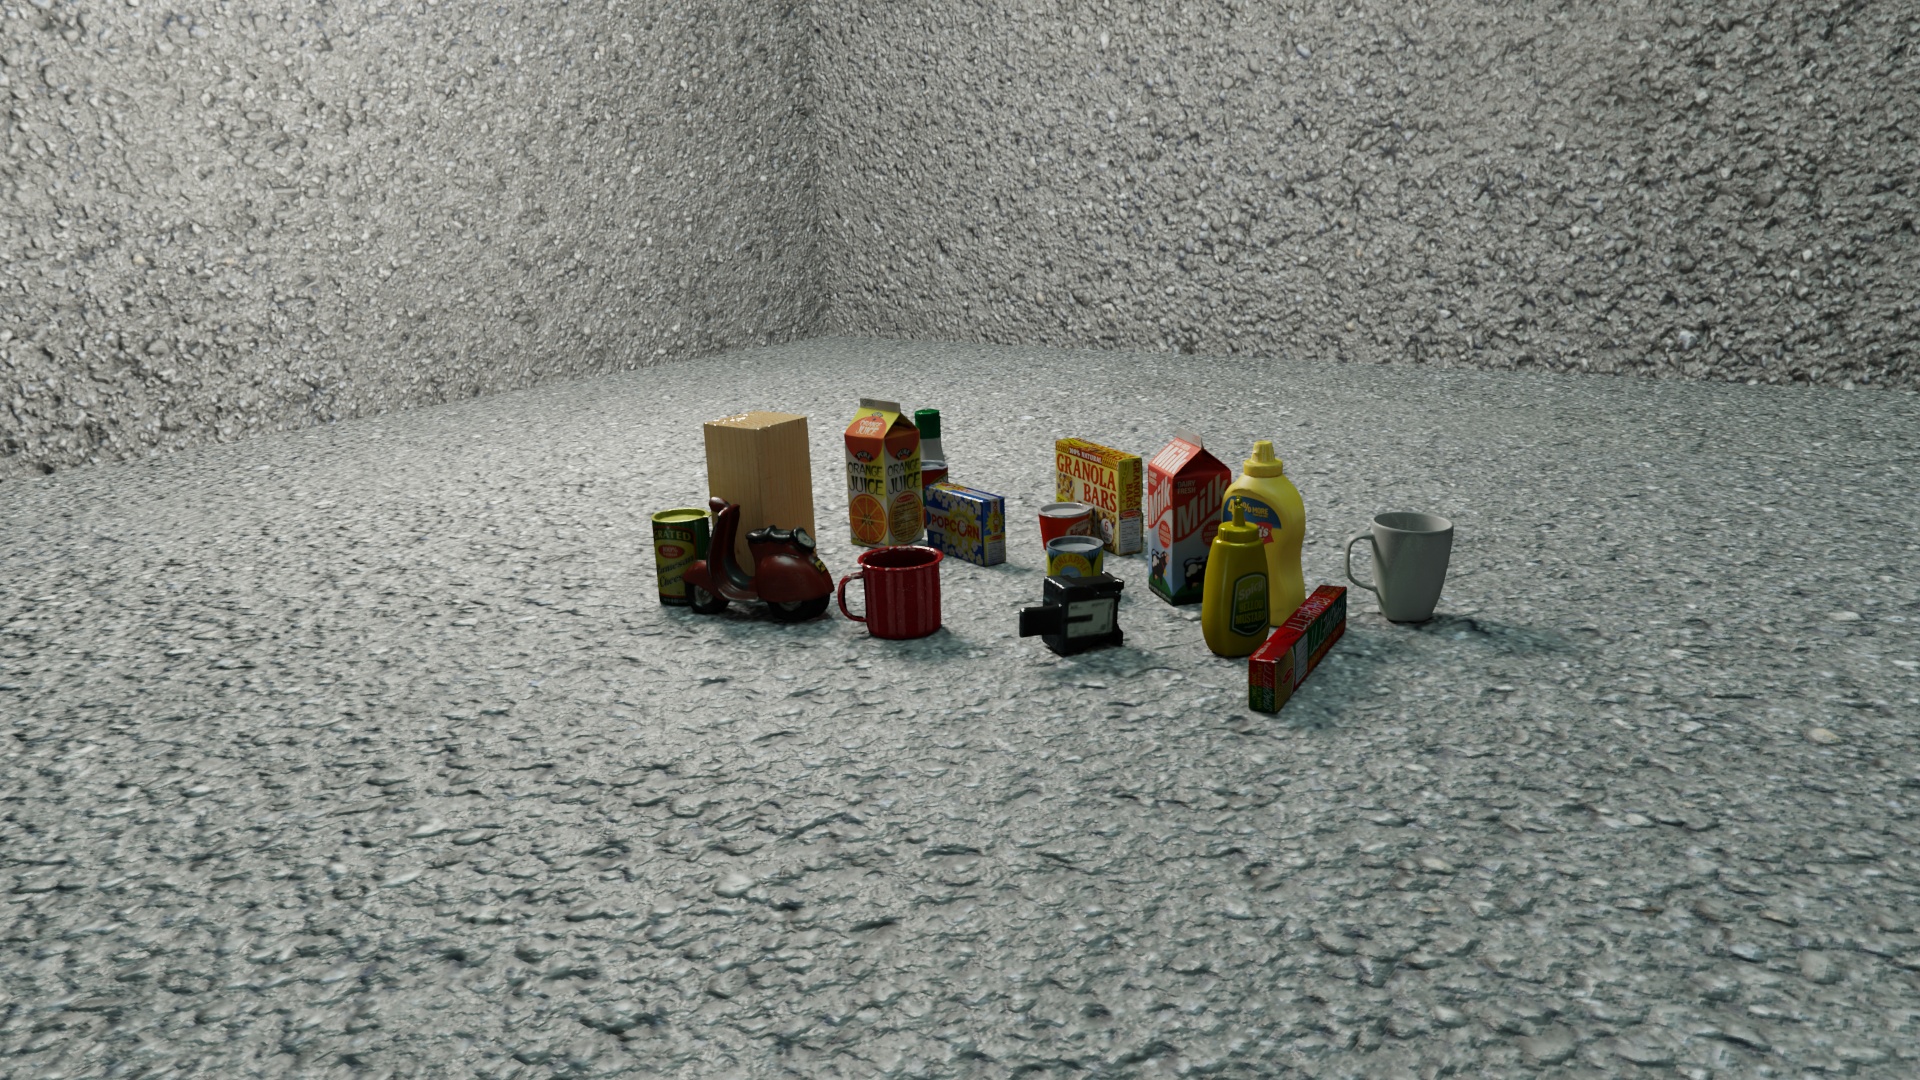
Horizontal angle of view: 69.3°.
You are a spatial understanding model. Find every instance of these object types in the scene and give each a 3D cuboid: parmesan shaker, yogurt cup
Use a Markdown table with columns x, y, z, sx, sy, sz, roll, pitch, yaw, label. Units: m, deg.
| x | y | z | sx | sy | sz | roll | pitch | yaw | label |
| --- | --- | --- | --- | --- | --- | --- | --- | --- | --- |
| -0.321 | 0.019 | 1.625 | 0.071 | 0.102 | 0.071 | -2 | 15 | 1 | parmesan shaker |
| 0.133 | -0.016 | 1.781 | 0.072 | 0.053 | 0.072 | -2 | 15 | 1 | yogurt cup |

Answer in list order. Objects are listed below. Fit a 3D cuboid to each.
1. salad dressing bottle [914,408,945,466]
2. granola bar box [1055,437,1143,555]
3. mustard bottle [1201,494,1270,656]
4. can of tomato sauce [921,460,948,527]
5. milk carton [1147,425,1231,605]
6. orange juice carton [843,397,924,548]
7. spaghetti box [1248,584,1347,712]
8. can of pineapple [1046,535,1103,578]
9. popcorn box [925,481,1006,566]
| x | y | z | sx | sy | sz | roll | pitch | yaw | label |
| --- | --- | --- | --- | --- | --- | --- | --- | --- | --- |
| -0.045 | -0.113 | 1.990 | 0.044 | 0.147 | 0.064 | -7 | 15 | -17 | salad dressing bottle |
| 0.179 | -0.060 | 1.803 | 0.039 | 0.123 | 0.166 | -9 | 16 | -23 | granola bar box |
| 0.273 | 0.034 | 1.375 | 0.065 | 0.159 | 0.049 | -10 | 16 | -26 | mustard bottle |
| -0.047 | -0.065 | 1.934 | 0.071 | 0.082 | 0.071 | -2 | 15 | 1 | can of tomato sauce |
| 0.256 | -0.030 | 1.554 | 0.073 | 0.190 | 0.072 | -6 | 15 | -14 | milk carton |
| -0.101 | -0.091 | 1.829 | 0.072 | 0.192 | 0.073 | 10 | 19 | 39 | orange juice carton |
| 0.328 | 0.099 | 1.335 | 0.028 | 0.050 | 0.251 | 6 | 17 | 28 | spaghetti box |
| 0.132 | 0.031 | 1.601 | 0.071 | 0.057 | 0.071 | -2 | 15 | 1 | can of pineapple |
| 0.006 | -0.022 | 1.764 | 0.038 | 0.085 | 0.127 | -12 | 18 | -34 | popcorn box |
